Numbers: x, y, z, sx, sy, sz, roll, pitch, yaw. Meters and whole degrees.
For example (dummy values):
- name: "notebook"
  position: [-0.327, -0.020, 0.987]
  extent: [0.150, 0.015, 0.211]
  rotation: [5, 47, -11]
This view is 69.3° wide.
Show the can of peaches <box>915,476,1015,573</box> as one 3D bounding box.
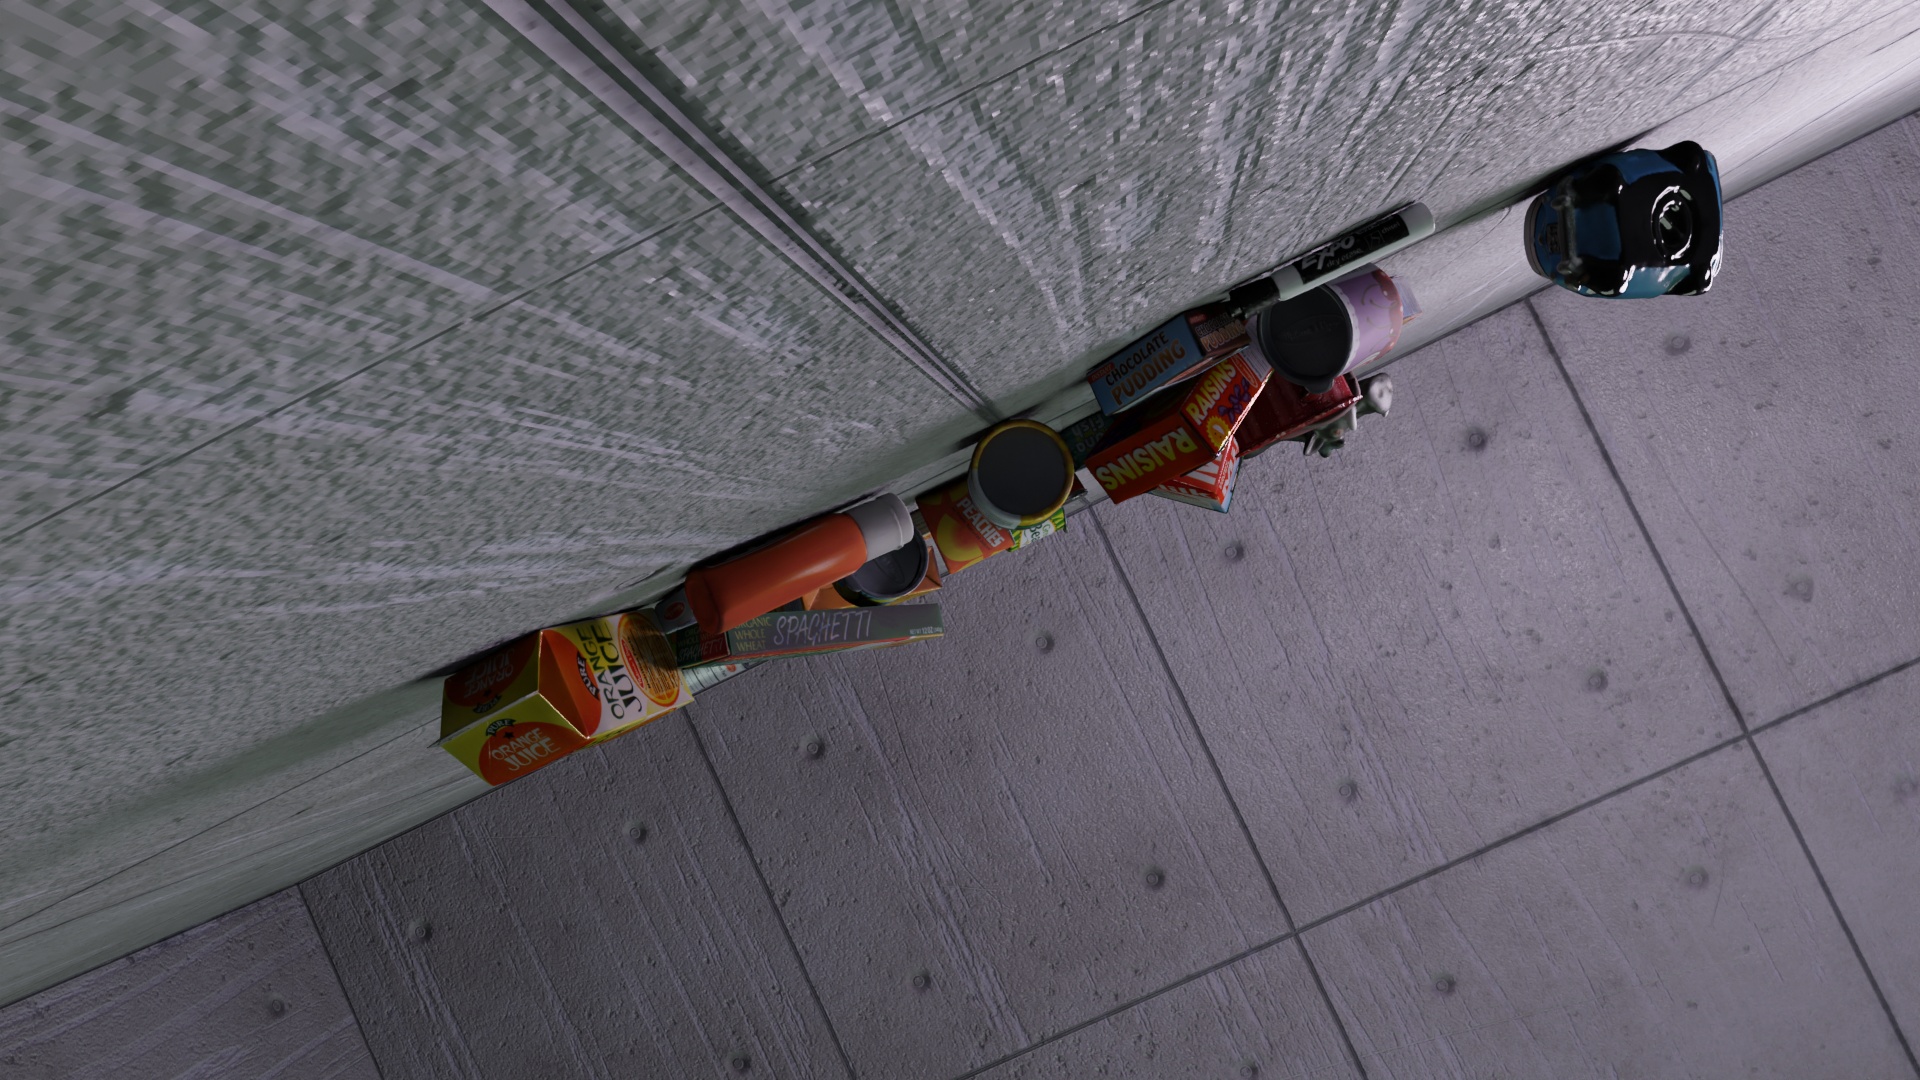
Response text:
- name: "can of peaches"
  position: [0.004, -0.014, 1.094]
  extent: [0.058, 0.071, 0.071]
  rotation: [-25, 177, -1]

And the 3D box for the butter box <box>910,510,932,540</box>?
- name: "butter box"
  position: [-0.025, -0.017, 1.217]
  extent: [0.103, 0.024, 0.053]
  rotation: [-26, 177, -2]

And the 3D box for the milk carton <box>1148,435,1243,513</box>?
- name: "milk carton"
  position: [0.172, -0.071, 1.052]
  extent: [0.073, 0.072, 0.190]
  rotation: [16, 180, 15]

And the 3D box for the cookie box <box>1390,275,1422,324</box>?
- name: "cookie box"
  position: [0.279, -0.158, 1.105]
  extent: [0.122, 0.040, 0.168]
  rotation: [-28, 176, 39]

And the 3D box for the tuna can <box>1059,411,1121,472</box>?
- name: "tuna can"
  position: [0.113, -0.083, 1.115]
  extent: [0.071, 0.033, 0.071]
  rotation: [-25, 177, -1]

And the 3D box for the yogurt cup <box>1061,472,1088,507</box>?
- name: "yogurt cup"
  position: [0.060, -0.047, 1.102]
  extent: [0.072, 0.054, 0.072]
  rotation: [-25, 177, -1]

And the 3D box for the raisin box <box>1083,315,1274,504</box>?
- name: "raisin box"
  position: [0.140, -0.083, 0.864]
  extent: [0.086, 0.040, 0.124]
  rotation: [-26, -162, 47]

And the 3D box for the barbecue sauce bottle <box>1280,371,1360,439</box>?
- name: "barbecue sauce bottle"
  position: [0.259, -0.103, 1.074]
  extent: [0.065, 0.043, 0.148]
  rotation: [-24, 179, 0]

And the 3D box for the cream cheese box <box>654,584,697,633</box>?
- name: "cream cheese box"
  position: [-0.157, 0.032, 0.968]
  extent: [0.104, 0.024, 0.053]
  rotation: [-23, 178, -38]

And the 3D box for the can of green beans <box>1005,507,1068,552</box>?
- name: "can of green beans"
  position: [0.057, -0.030, 1.275]
  extent: [0.058, 0.071, 0.071]
  rotation: [-25, 177, -9]

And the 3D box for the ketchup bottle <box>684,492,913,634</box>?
- name: "ketchup bottle"
  position: [-0.101, 0.013, 0.897]
  extent: [0.149, 0.043, 0.064]
  rotation: [-24, 178, -26]

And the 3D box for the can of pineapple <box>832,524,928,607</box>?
- name: "can of pineapple"
  position: [-0.066, 0.017, 1.062]
  extent: [0.071, 0.071, 0.057]
  rotation: [-24, 177, -21]

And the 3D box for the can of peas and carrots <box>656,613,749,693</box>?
- name: "can of peas and carrots"
  position: [-0.197, 0.075, 1.026]
  extent: [0.059, 0.071, 0.071]
  rotation: [-25, 177, -6]

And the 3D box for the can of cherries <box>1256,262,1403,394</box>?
- name: "can of cherries"
  position: [0.222, -0.129, 0.833]
  extent: [0.058, 0.071, 0.071]
  rotation: [-24, 177, -38]

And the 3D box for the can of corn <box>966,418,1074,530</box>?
- name: "can of corn"
  position: [0.039, -0.043, 0.887]
  extent: [0.071, 0.071, 0.058]
  rotation: [-25, 177, -3]

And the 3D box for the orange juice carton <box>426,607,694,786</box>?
- name: "orange juice carton"
  position: [-0.248, 0.096, 0.864]
  extent: [0.072, 0.073, 0.193]
  rotation: [-26, 177, 13]

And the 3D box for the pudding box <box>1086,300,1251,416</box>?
- name: "pudding box"
  position: [0.120, -0.105, 0.802]
  extent: [0.050, 0.030, 0.083]
  rotation: [-21, 175, -43]

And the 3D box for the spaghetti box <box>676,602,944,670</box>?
- name: "spaghetti box"
  position: [-0.103, 0.068, 1.020]
  extent: [0.050, 0.029, 0.250]
  rotation: [-17, 171, 33]

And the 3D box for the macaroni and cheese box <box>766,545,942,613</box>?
- name: "macaroni and cheese box"
  position: [-0.104, 0.047, 1.220]
  extent: [0.124, 0.040, 0.166]
  rotation: [-11, 174, -23]
